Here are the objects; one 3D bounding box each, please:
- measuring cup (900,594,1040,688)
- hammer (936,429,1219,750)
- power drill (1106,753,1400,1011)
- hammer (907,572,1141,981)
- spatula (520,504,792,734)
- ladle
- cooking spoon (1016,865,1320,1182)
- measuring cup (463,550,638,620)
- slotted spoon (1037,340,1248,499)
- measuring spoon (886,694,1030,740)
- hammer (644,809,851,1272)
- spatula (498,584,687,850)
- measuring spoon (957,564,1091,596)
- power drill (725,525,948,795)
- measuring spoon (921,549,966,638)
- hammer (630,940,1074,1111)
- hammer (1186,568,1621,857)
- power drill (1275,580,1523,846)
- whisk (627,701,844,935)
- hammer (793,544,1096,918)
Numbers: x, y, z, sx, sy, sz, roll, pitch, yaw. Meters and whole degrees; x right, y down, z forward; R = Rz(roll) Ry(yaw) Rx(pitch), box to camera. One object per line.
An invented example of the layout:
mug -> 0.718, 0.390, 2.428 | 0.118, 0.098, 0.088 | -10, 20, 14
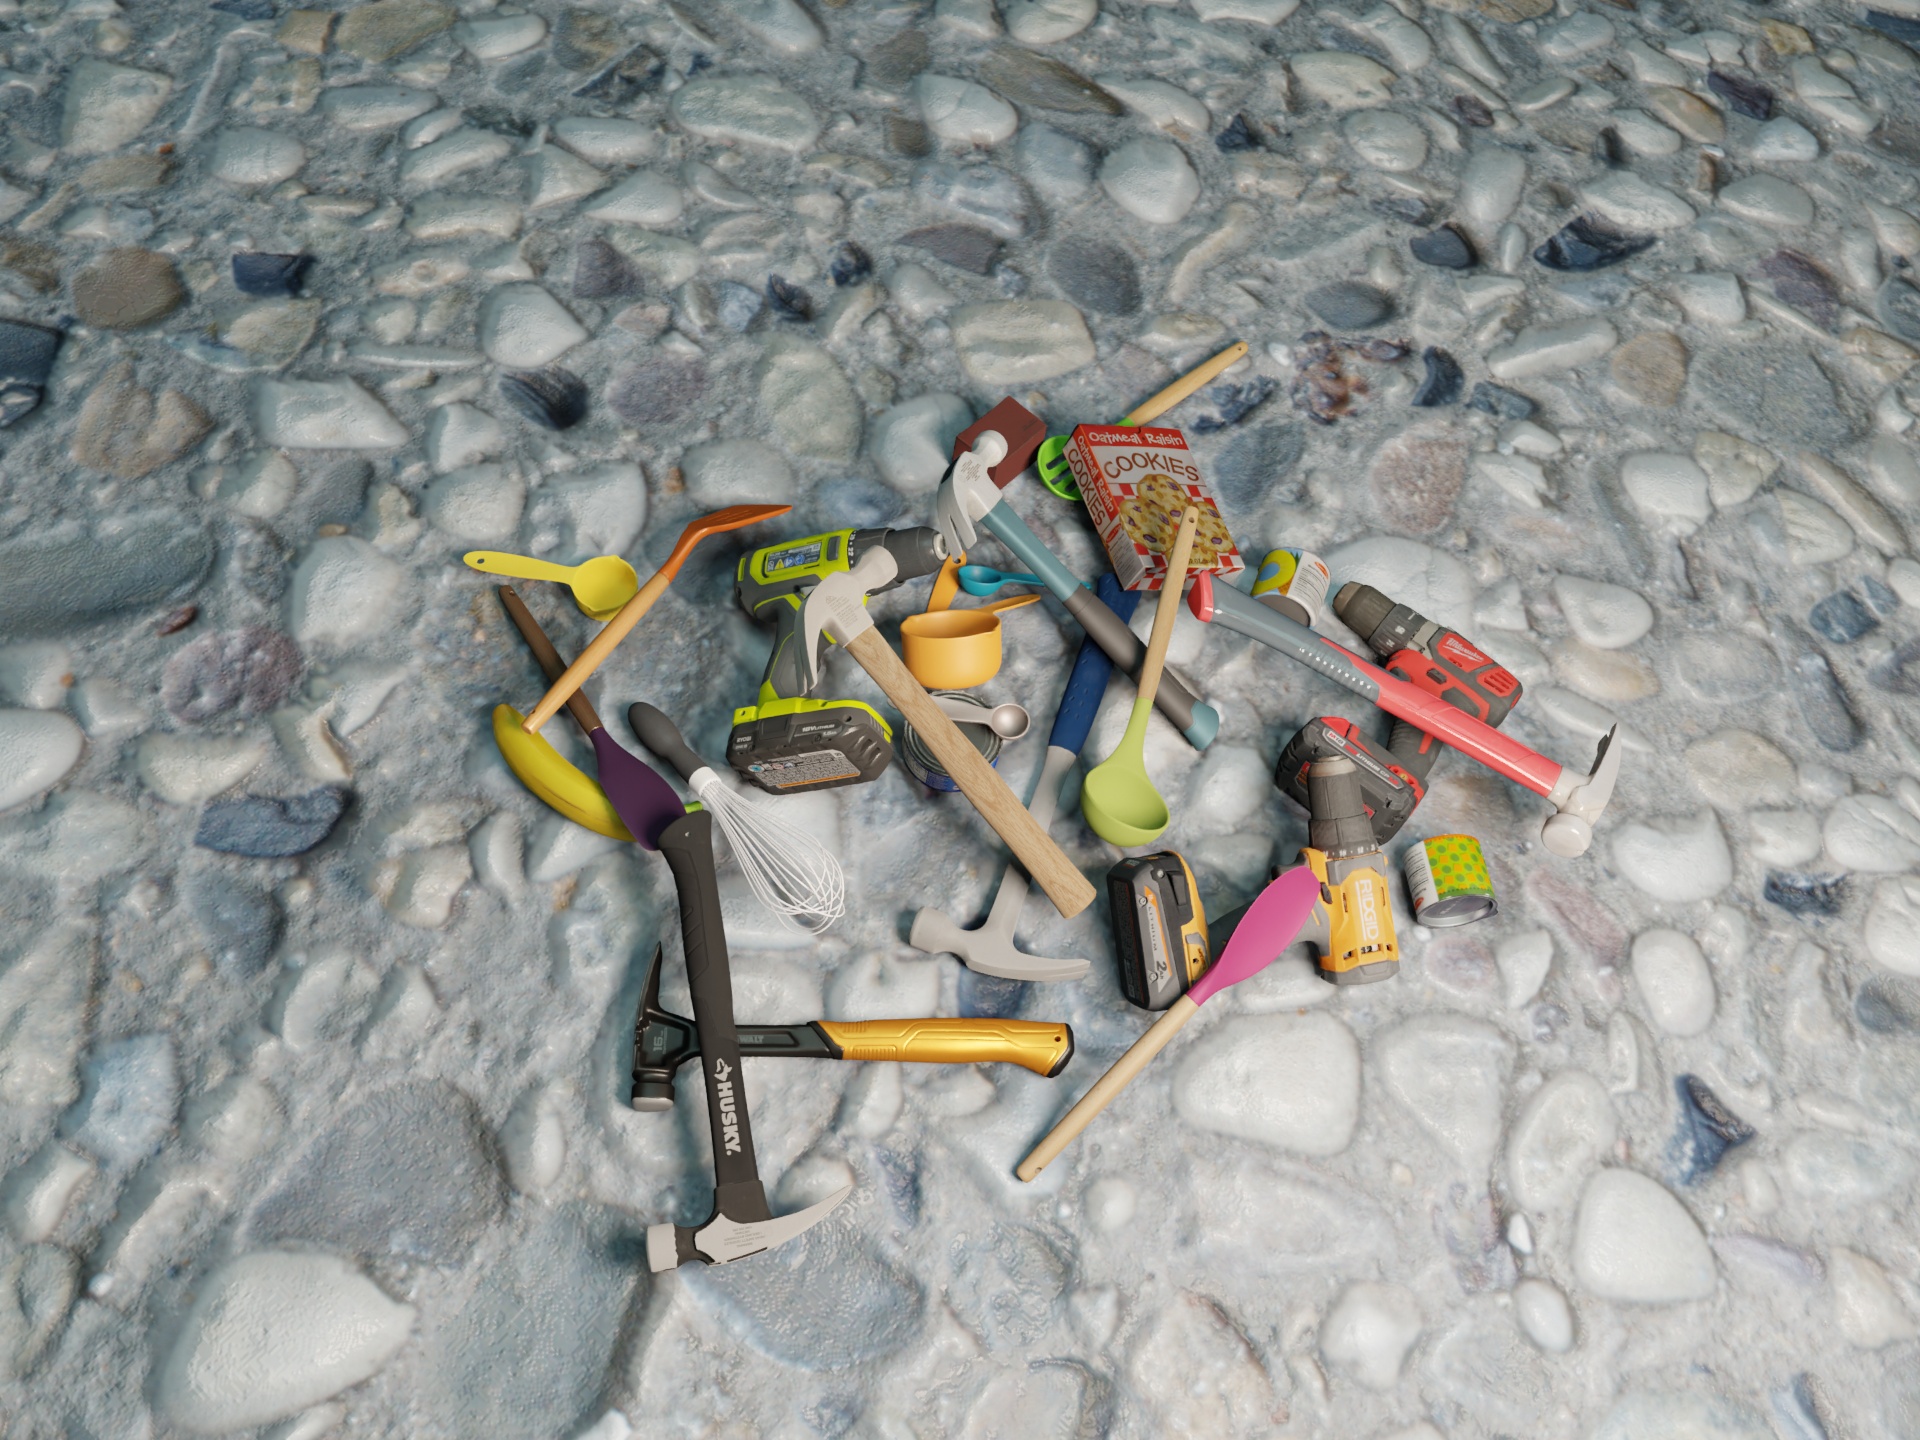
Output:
measuring cup -> 0.019, -0.072, 1.413 | 0.095, 0.052, 0.173 | 12, 23, 37
hammer -> 0.106, -0.102, 1.381 | 0.331, 0.033, 0.128 | 45, 46, -8
power drill -> 0.236, 0.131, 1.272 | 0.226, 0.084, 0.185 | -8, 91, -13
hammer -> 0.089, 0.039, 1.364 | 0.144, 0.035, 0.406 | 20, 59, 4
spatula -> -0.266, -0.099, 1.369 | 0.081, 0.041, 0.323 | 6, 49, 40
ladle -> 0.166, -0.044, 1.338 | 0.078, 0.062, 0.320 | 21, 70, -13
cooking spoon -> 0.157, 0.230, 1.201 | 0.319, 0.068, 0.017 | -45, 41, -3
measuring cup -> -0.360, -0.123, 1.404 | 0.156, 0.029, 0.062 | 11, 59, 3
slotted spoon -> 0.186, -0.305, 1.586 | 0.314, 0.031, 0.070 | -38, 89, -28
measuring spoon -> -0.002, -0.004, 1.351 | 0.124, 0.018, 0.034 | 11, 60, 6
hammer -> -0.175, 0.224, 1.176 | 0.146, 0.035, 0.335 | -7, 66, -11
spatula -> -0.312, -0.008, 1.325 | 0.059, 0.018, 0.316 | -10, 50, -42
measuring spoon -> 0.058, -0.122, 1.468 | 0.128, 0.021, 0.042 | 4, 28, -15
power drill -> -0.106, -0.062, 1.337 | 0.190, 0.080, 0.229 | -9, 59, 22
measuring spoon -> -0.017, -0.114, 1.453 | 0.021, 0.011, 0.117 | 19, 59, 3
hammer -> -0.080, 0.239, 1.224 | 0.337, 0.034, 0.127 | 3, 60, -7
hammer -> 0.375, -0.033, 1.361 | 0.386, 0.038, 0.143 | 30, 53, 9
power drill -> 0.372, -0.016, 1.415 | 0.188, 0.080, 0.227 | 39, 59, 14
whisk -> -0.188, 0.071, 1.279 | 0.070, 0.070, 0.285 | -33, 56, -24
hammer -> -0.009, 0.022, 1.256 | 0.130, 0.031, 0.331 | -41, 93, -31
